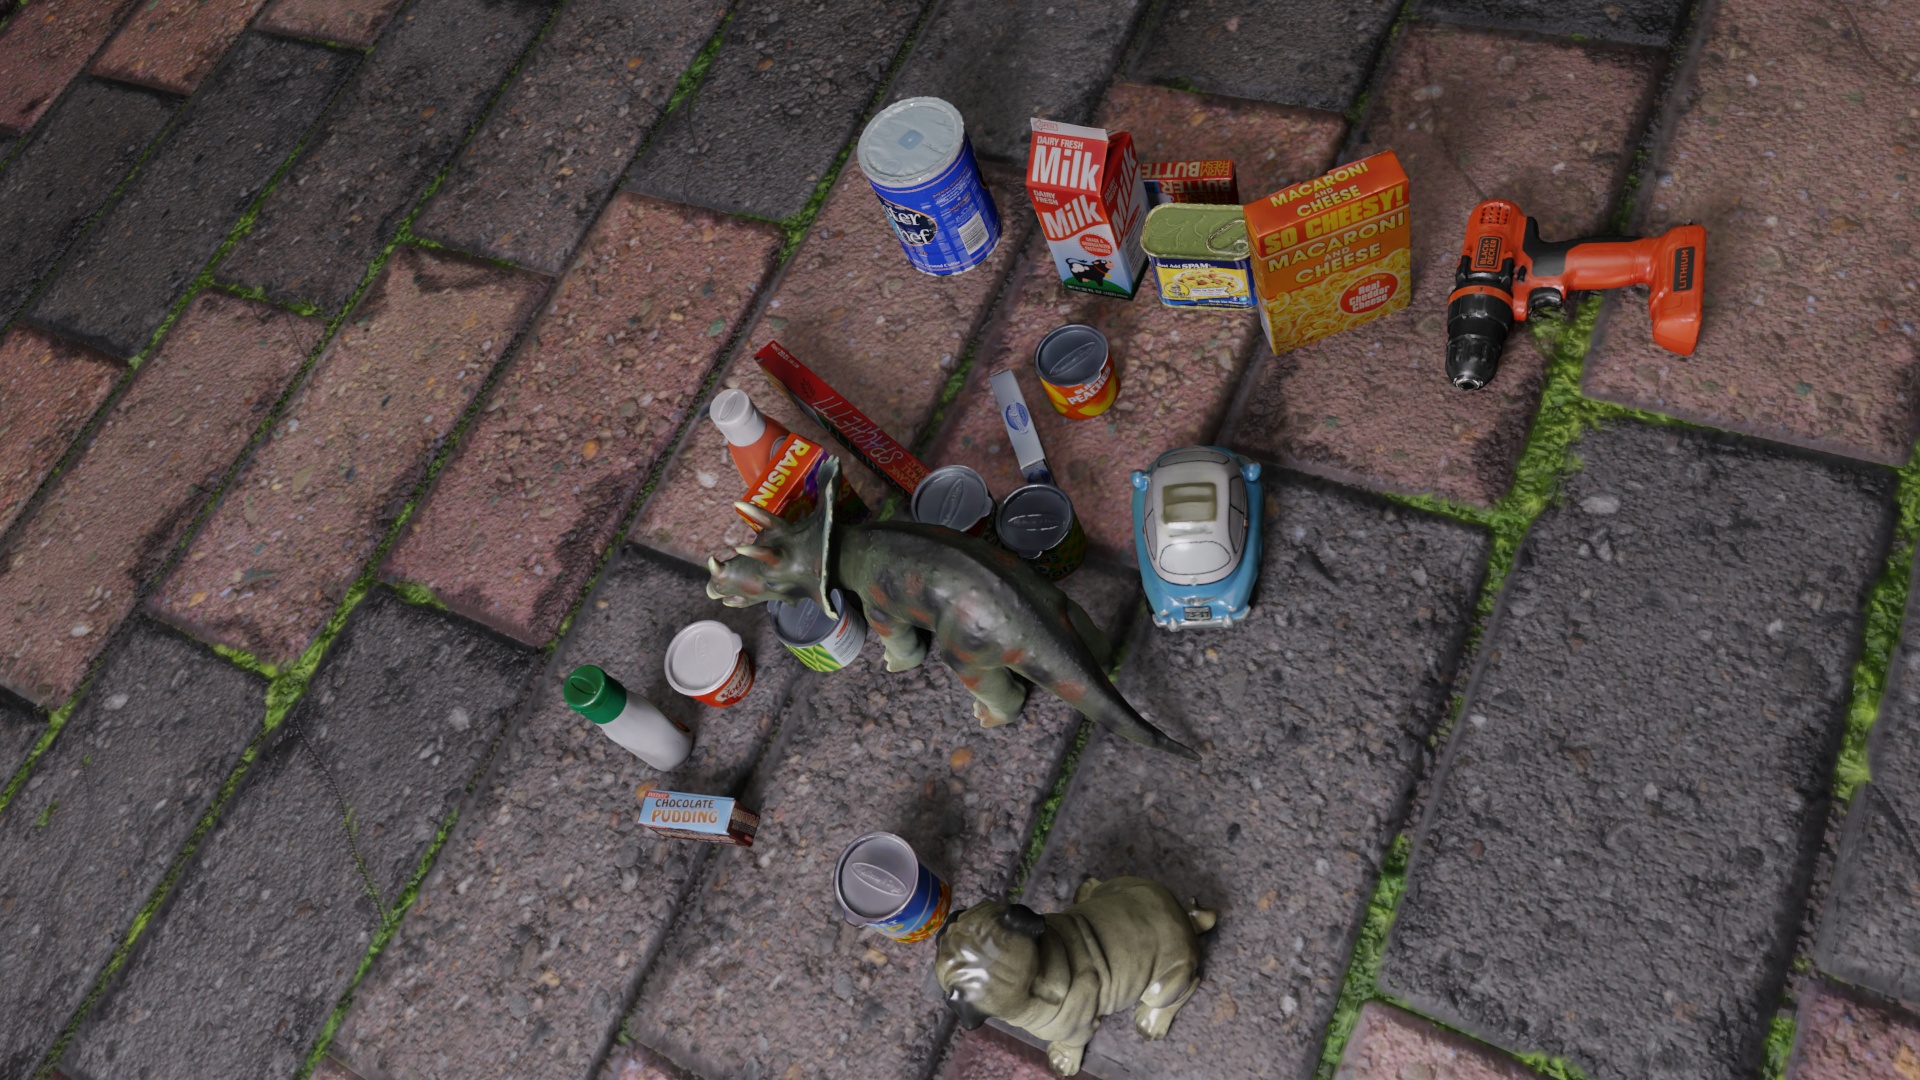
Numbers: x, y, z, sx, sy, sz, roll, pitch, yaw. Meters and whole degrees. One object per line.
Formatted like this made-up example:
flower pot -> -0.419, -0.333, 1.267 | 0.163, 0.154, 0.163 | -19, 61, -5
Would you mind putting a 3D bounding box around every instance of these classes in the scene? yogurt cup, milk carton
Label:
yogurt cup -> -0.212, 0.109, 1.190 | 0.072, 0.053, 0.073 | -8, 61, 14
milk carton -> 0.115, -0.300, 1.222 | 0.072, 0.190, 0.073 | 16, 69, 25

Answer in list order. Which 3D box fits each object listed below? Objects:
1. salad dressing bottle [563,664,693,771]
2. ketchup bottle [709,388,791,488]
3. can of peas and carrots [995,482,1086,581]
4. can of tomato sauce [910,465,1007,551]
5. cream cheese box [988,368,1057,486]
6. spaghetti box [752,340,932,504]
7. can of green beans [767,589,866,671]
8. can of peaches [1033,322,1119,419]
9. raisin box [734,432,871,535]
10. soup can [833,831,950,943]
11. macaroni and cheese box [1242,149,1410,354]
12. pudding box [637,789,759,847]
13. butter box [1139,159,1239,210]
salad dressing bottle -> -0.271, 0.145, 1.134 | 0.064, 0.147, 0.044 | 23, 73, 27
ketchup bottle -> -0.174, -0.080, 1.222 | 0.043, 0.148, 0.065 | 14, 69, 24
can of peas and carrots -> 0.068, -0.004, 1.157 | 0.071, 0.058, 0.071 | -8, 61, 14
can of tomato sauce -> 0.004, -0.015, 1.169 | 0.071, 0.083, 0.071 | -8, 61, 14
cream cheese box -> 0.055, -0.094, 1.212 | 0.024, 0.053, 0.104 | -22, 59, 6
spaghetti box -> -0.099, -0.101, 1.268 | 0.029, 0.050, 0.251 | -45, 59, -8
can of green beans -> -0.120, 0.071, 1.178 | 0.071, 0.057, 0.071 | -8, 61, 14
can of peaches -> 0.104, -0.146, 1.221 | 0.071, 0.058, 0.071 | -8, 61, 14
raisin box -> -0.133, -0.024, 1.195 | 0.040, 0.123, 0.086 | 28, 75, 28
soup can -> -0.051, 0.263, 1.038 | 0.071, 0.083, 0.071 | -8, 61, 14
macaroni and cheese box -> 0.303, -0.233, 1.140 | 0.124, 0.166, 0.040 | -20, 59, 7
pudding box -> -0.213, 0.226, 1.130 | 0.084, 0.049, 0.030 | 2, 64, 19
butter box -> 0.205, -0.326, 1.287 | 0.103, 0.053, 0.024 | 3, 64, 19
